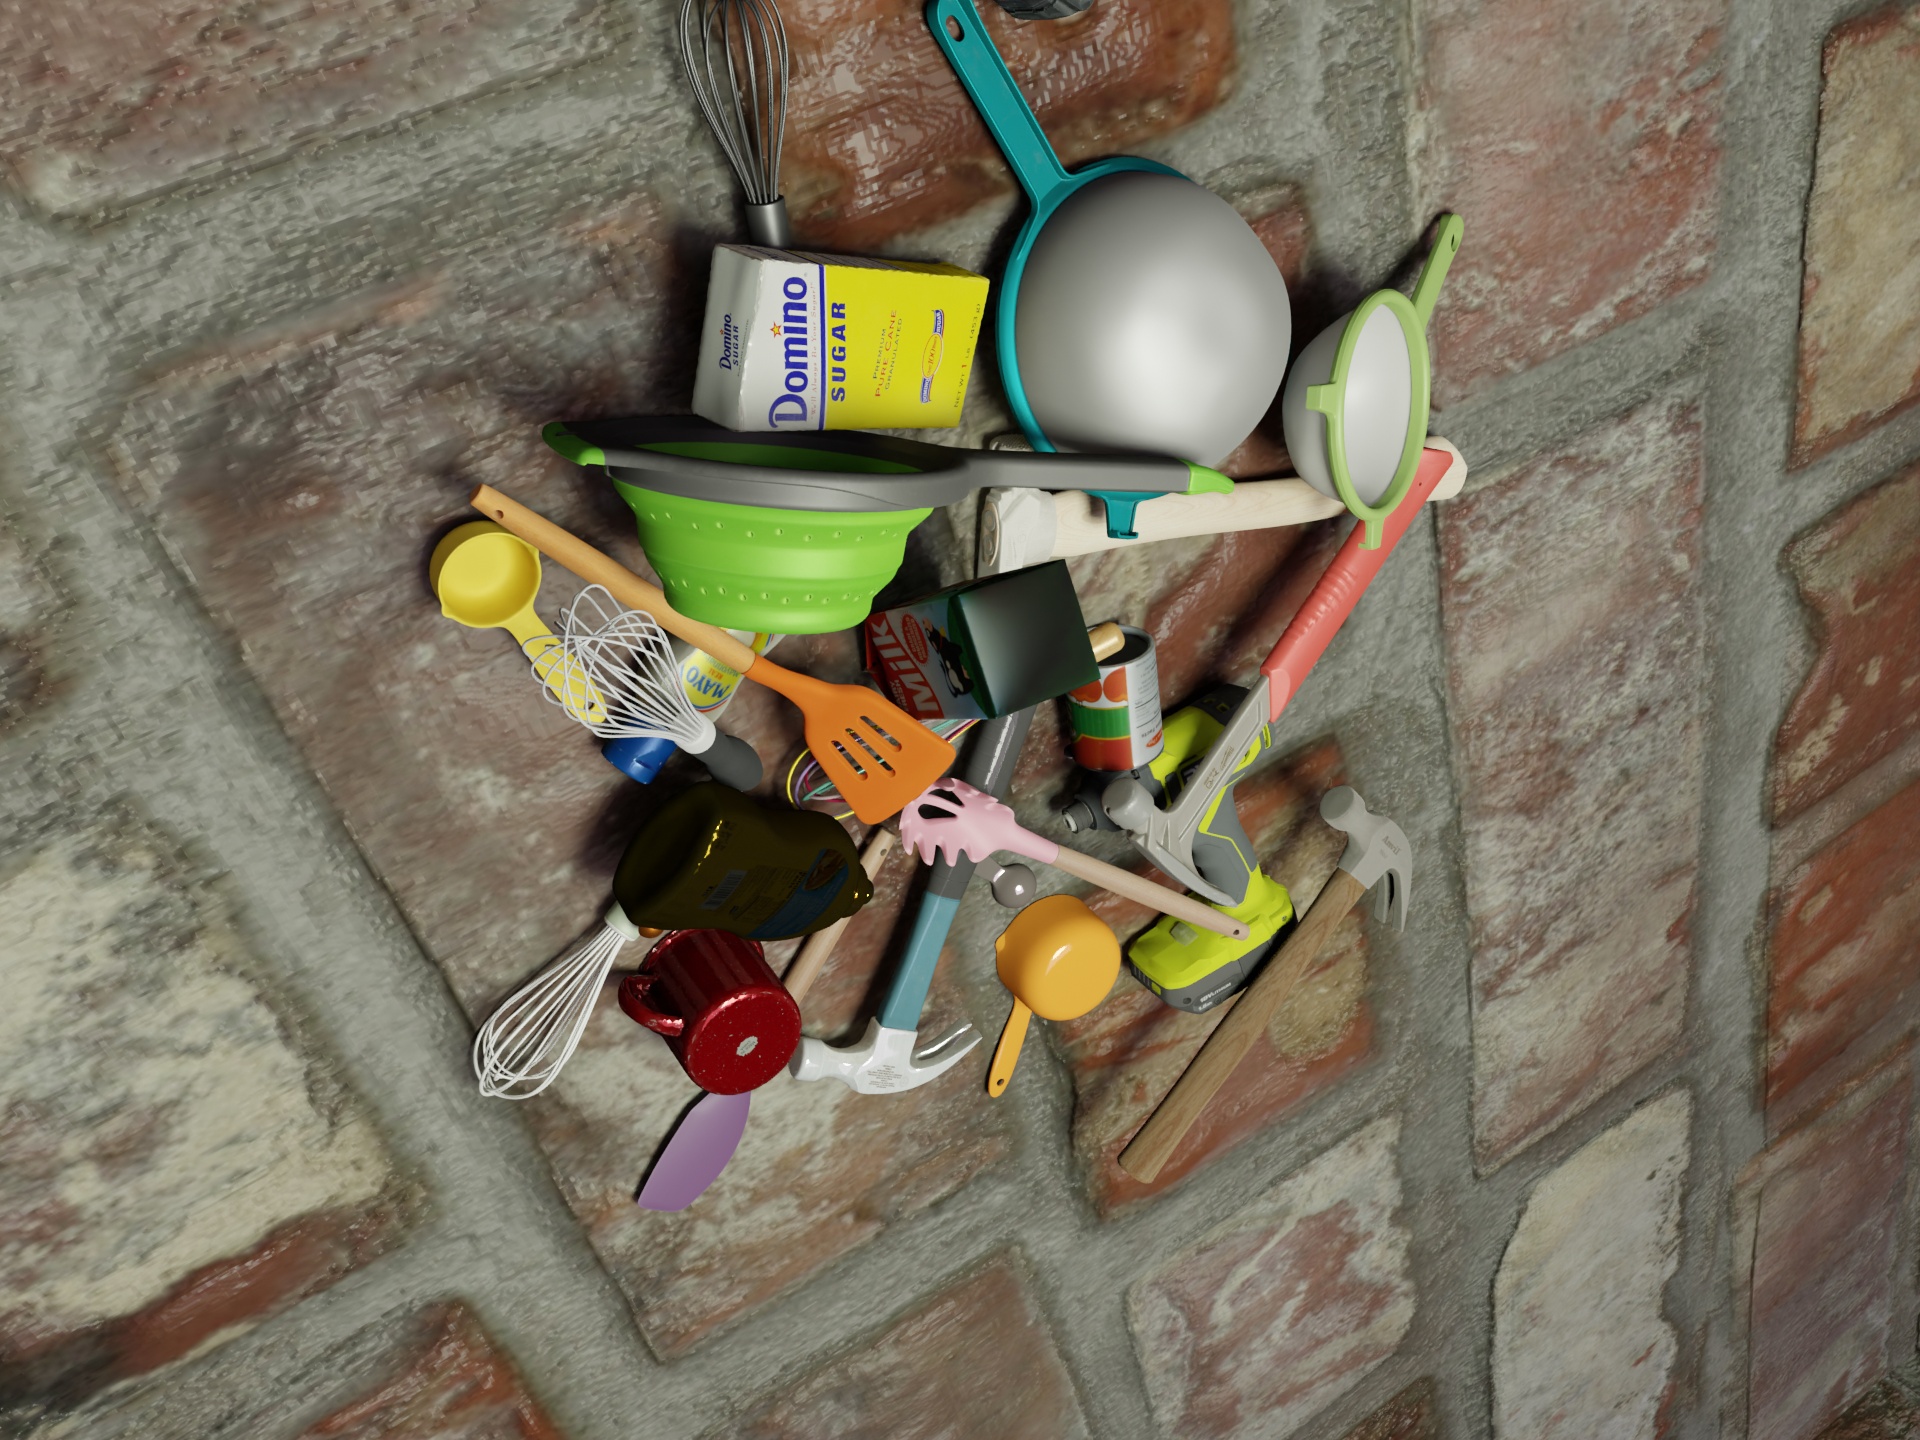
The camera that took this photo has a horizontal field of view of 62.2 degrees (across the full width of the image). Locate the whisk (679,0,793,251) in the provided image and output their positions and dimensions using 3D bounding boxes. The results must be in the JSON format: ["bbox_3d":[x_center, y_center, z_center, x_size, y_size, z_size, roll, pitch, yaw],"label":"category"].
[{"bbox_3d":[-0.109,-0.279,0.861,0.055,0.055,0.238,-22,127,-21],"label":"whisk"}]

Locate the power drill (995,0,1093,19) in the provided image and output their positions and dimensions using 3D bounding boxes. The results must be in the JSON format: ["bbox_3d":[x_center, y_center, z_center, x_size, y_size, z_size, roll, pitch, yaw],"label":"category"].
[{"bbox_3d":[0.000,-0.491,0.810,0.226,0.080,0.188,23,99,-34],"label":"power drill"}]

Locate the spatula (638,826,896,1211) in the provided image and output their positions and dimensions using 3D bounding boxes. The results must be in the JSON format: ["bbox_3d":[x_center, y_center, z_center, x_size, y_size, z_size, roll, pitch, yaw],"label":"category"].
[{"bbox_3d":[-0.128,0.210,1.100,0.059,0.018,0.316,24,100,-44],"label":"spatula"}]

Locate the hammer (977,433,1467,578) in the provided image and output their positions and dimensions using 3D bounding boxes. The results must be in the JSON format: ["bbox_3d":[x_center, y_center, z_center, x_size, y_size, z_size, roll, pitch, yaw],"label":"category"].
[{"bbox_3d":[0.195,-0.142,1.120,0.410,0.038,0.146,-11,119,-28],"label":"hammer"}]

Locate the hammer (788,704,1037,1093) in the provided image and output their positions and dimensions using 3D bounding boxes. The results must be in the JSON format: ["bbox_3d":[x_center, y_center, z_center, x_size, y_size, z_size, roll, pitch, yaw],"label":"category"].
[{"bbox_3d":[-0.009,0.107,1.102,0.128,0.033,0.331,15,100,-28],"label":"hammer"}]

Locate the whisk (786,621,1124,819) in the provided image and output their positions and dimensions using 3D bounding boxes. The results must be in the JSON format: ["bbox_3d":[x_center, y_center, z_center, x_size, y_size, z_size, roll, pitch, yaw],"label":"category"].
[{"bbox_3d":[-0.002,-0.005,1.036,0.245,0.047,0.051,-28,164,-9],"label":"whisk"}]

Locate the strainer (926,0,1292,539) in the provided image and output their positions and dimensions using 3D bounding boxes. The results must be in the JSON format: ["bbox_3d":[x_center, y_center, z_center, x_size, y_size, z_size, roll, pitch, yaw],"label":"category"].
[{"bbox_3d":[0.098,-0.281,0.937,0.211,0.095,0.340,-48,122,-17],"label":"strainer"}]

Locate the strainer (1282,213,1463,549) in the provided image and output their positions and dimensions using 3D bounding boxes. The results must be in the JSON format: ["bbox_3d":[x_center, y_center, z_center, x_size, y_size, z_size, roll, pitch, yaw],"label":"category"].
[{"bbox_3d":[0.278,-0.254,1.089,0.151,0.069,0.256,54,55,-45],"label":"strainer"}]

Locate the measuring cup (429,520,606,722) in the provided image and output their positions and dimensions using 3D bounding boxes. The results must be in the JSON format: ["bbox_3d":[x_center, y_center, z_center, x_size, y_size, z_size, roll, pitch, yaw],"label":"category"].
[{"bbox_3d":[-0.246,-0.052,0.904,0.062,0.029,0.156,-38,139,-11],"label":"measuring cup"}]

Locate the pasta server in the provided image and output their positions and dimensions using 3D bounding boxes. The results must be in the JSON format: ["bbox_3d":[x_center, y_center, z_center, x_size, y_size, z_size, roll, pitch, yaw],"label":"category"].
[{"bbox_3d":[0.087,0.105,1.103,0.316,0.040,0.060,24,108,-29],"label":"pasta server"}]

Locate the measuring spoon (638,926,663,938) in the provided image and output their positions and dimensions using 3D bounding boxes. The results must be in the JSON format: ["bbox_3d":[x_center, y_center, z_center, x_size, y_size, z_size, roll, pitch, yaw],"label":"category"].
[{"bbox_3d":[-0.161,0.126,1.016,0.117,0.011,0.021,0,117,-57],"label":"measuring spoon"}]

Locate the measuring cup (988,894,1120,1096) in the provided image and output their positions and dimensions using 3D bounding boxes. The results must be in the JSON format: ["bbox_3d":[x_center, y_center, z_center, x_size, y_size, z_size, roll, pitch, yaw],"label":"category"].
[{"bbox_3d":[0.064,0.220,1.200,0.095,0.052,0.173,10,105,-35],"label":"measuring cup"}]

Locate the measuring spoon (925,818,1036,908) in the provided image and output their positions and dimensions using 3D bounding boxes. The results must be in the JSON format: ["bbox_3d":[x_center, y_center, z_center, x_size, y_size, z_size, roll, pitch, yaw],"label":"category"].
[{"bbox_3d":[0.013,0.103,1.135,0.124,0.018,0.034,36,92,-37],"label":"measuring spoon"}]

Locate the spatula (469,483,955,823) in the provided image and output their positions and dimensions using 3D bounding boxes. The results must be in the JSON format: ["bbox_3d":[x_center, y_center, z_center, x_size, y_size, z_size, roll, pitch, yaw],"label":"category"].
[{"bbox_3d":[-0.139,-0.039,0.906,0.081,0.041,0.322,-39,129,23],"label":"spatula"}]

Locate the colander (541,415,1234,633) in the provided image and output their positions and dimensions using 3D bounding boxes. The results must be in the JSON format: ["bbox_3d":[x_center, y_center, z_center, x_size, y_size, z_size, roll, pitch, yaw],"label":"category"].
[{"bbox_3d":[-0.026,-0.104,0.878,0.397,0.205,0.094,-2,108,-25],"label":"colander"}]

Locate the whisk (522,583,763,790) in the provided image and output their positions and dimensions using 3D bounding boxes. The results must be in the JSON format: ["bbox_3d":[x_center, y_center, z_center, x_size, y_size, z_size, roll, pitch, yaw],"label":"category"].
[{"bbox_3d":[-0.157,-0.004,0.867,0.070,0.070,0.284,-47,162,-4],"label":"whisk"}]

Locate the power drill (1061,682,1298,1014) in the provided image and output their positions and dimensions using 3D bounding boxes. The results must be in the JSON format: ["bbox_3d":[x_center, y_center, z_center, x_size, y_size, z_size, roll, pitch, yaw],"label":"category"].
[{"bbox_3d":[0.169,0.103,1.199,0.171,0.080,0.223,-28,121,-18],"label":"power drill"}]

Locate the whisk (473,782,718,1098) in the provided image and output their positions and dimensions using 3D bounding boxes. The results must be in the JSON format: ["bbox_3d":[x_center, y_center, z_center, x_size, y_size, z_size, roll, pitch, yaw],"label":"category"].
[{"bbox_3d":[-0.218,0.137,0.997,0.246,0.058,0.059,-51,162,-5],"label":"whisk"}]

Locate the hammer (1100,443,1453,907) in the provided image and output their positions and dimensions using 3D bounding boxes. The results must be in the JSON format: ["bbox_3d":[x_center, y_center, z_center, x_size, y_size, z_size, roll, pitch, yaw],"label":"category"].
[{"bbox_3d":[0.243,-0.043,1.128,0.149,0.037,0.359,40,82,-37],"label":"hammer"}]

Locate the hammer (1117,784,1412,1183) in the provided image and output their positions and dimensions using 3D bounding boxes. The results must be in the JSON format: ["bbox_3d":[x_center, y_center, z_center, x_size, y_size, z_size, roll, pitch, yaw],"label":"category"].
[{"bbox_3d":[0.231,0.212,1.209,0.130,0.031,0.331,37,89,-35],"label":"hammer"}]
